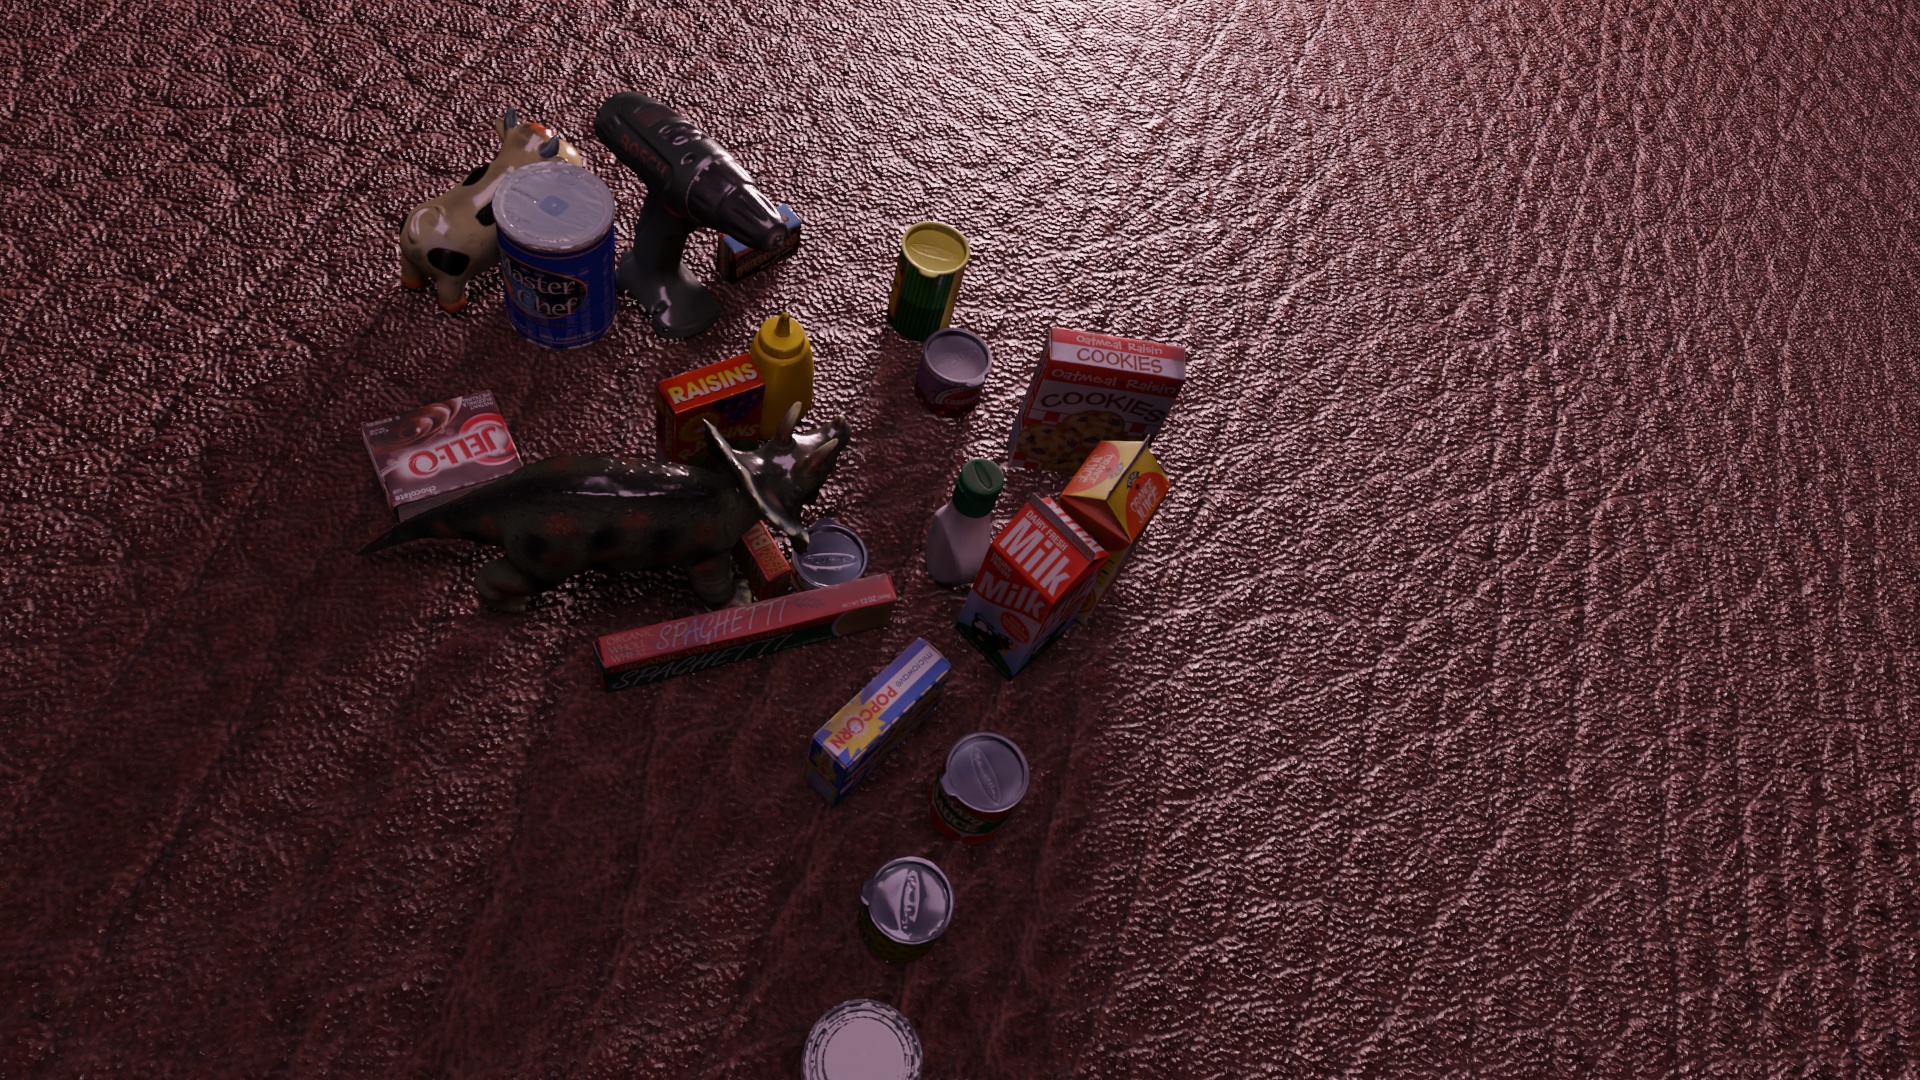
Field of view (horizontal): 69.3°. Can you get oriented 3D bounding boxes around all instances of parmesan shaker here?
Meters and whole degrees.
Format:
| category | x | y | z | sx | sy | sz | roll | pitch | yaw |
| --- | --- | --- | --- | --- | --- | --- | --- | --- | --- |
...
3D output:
| category | x | y | z | sx | sy | sz | roll | pitch | yaw |
| --- | --- | --- | --- | --- | --- | --- | --- | --- | --- |
| parmesan shaker | -0.034 | -0.248 | 1.349 | 0.071 | 0.102 | 0.071 | 6 | 58 | -9 |

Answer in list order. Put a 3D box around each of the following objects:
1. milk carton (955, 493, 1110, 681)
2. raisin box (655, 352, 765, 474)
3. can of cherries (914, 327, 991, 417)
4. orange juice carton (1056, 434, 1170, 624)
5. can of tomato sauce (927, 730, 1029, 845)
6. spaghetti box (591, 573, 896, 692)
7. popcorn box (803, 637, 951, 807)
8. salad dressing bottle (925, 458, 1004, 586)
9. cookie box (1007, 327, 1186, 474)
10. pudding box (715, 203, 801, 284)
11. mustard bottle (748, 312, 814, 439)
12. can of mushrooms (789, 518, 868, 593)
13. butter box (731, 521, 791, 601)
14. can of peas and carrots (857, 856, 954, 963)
| category | x | y | z | sx | sy | sz | roll | pitch | yaw |
| --- | --- | --- | --- | --- | --- | --- | --- | --- | --- |
| milk carton | 0.062 | 0.033 | 1.145 | 0.072 | 0.189 | 0.074 | 44 | 60 | 15 |
| raisin box | -0.218 | -0.101 | 1.204 | 0.086 | 0.122 | 0.040 | -22 | 66 | -24 |
| can of cherries | -0.007 | -0.158 | 1.326 | 0.071 | 0.058 | 0.072 | 6 | 58 | -9 |
| orange juice carton | 0.118 | -0.014 | 1.186 | 0.073 | 0.191 | 0.072 | 34 | 58 | 8 |
| can of tomato sauce | 0.011 | 0.198 | 1.096 | 0.071 | 0.082 | 0.071 | 6 | 58 | -9 |
| spaghetti box | -0.176 | 0.075 | 1.149 | 0.251 | 0.050 | 0.029 | -13 | 63 | -20 |
| popcorn box | -0.066 | 0.145 | 1.110 | 0.038 | 0.084 | 0.127 | 41 | 59 | 13 |
| salad dressing bottle | 0.004 | -0.015 | 1.187 | 0.044 | 0.147 | 0.064 | -15 | 64 | -21 |
| cookie box | 0.121 | -0.122 | 1.268 | 0.123 | 0.166 | 0.040 | 7 | 58 | -9 |
| pudding box | -0.199 | -0.293 | 1.371 | 0.084 | 0.049 | 0.030 | -32 | 71 | -28 |
| mustard bottle | -0.160 | -0.154 | 1.228 | 0.065 | 0.159 | 0.049 | -33 | 71 | -28 |
| can of mushrooms | -0.115 | 0.019 | 1.207 | 0.071 | 0.033 | 0.071 | 6 | 58 | -9 |
| butter box | -0.181 | 0.003 | 1.190 | 0.024 | 0.052 | 0.104 | -24 | 67 | -25 |
| can of peas and carrots | -0.044 | 0.279 | 1.048 | 0.071 | 0.058 | 0.071 | 6 | 58 | -9 |
